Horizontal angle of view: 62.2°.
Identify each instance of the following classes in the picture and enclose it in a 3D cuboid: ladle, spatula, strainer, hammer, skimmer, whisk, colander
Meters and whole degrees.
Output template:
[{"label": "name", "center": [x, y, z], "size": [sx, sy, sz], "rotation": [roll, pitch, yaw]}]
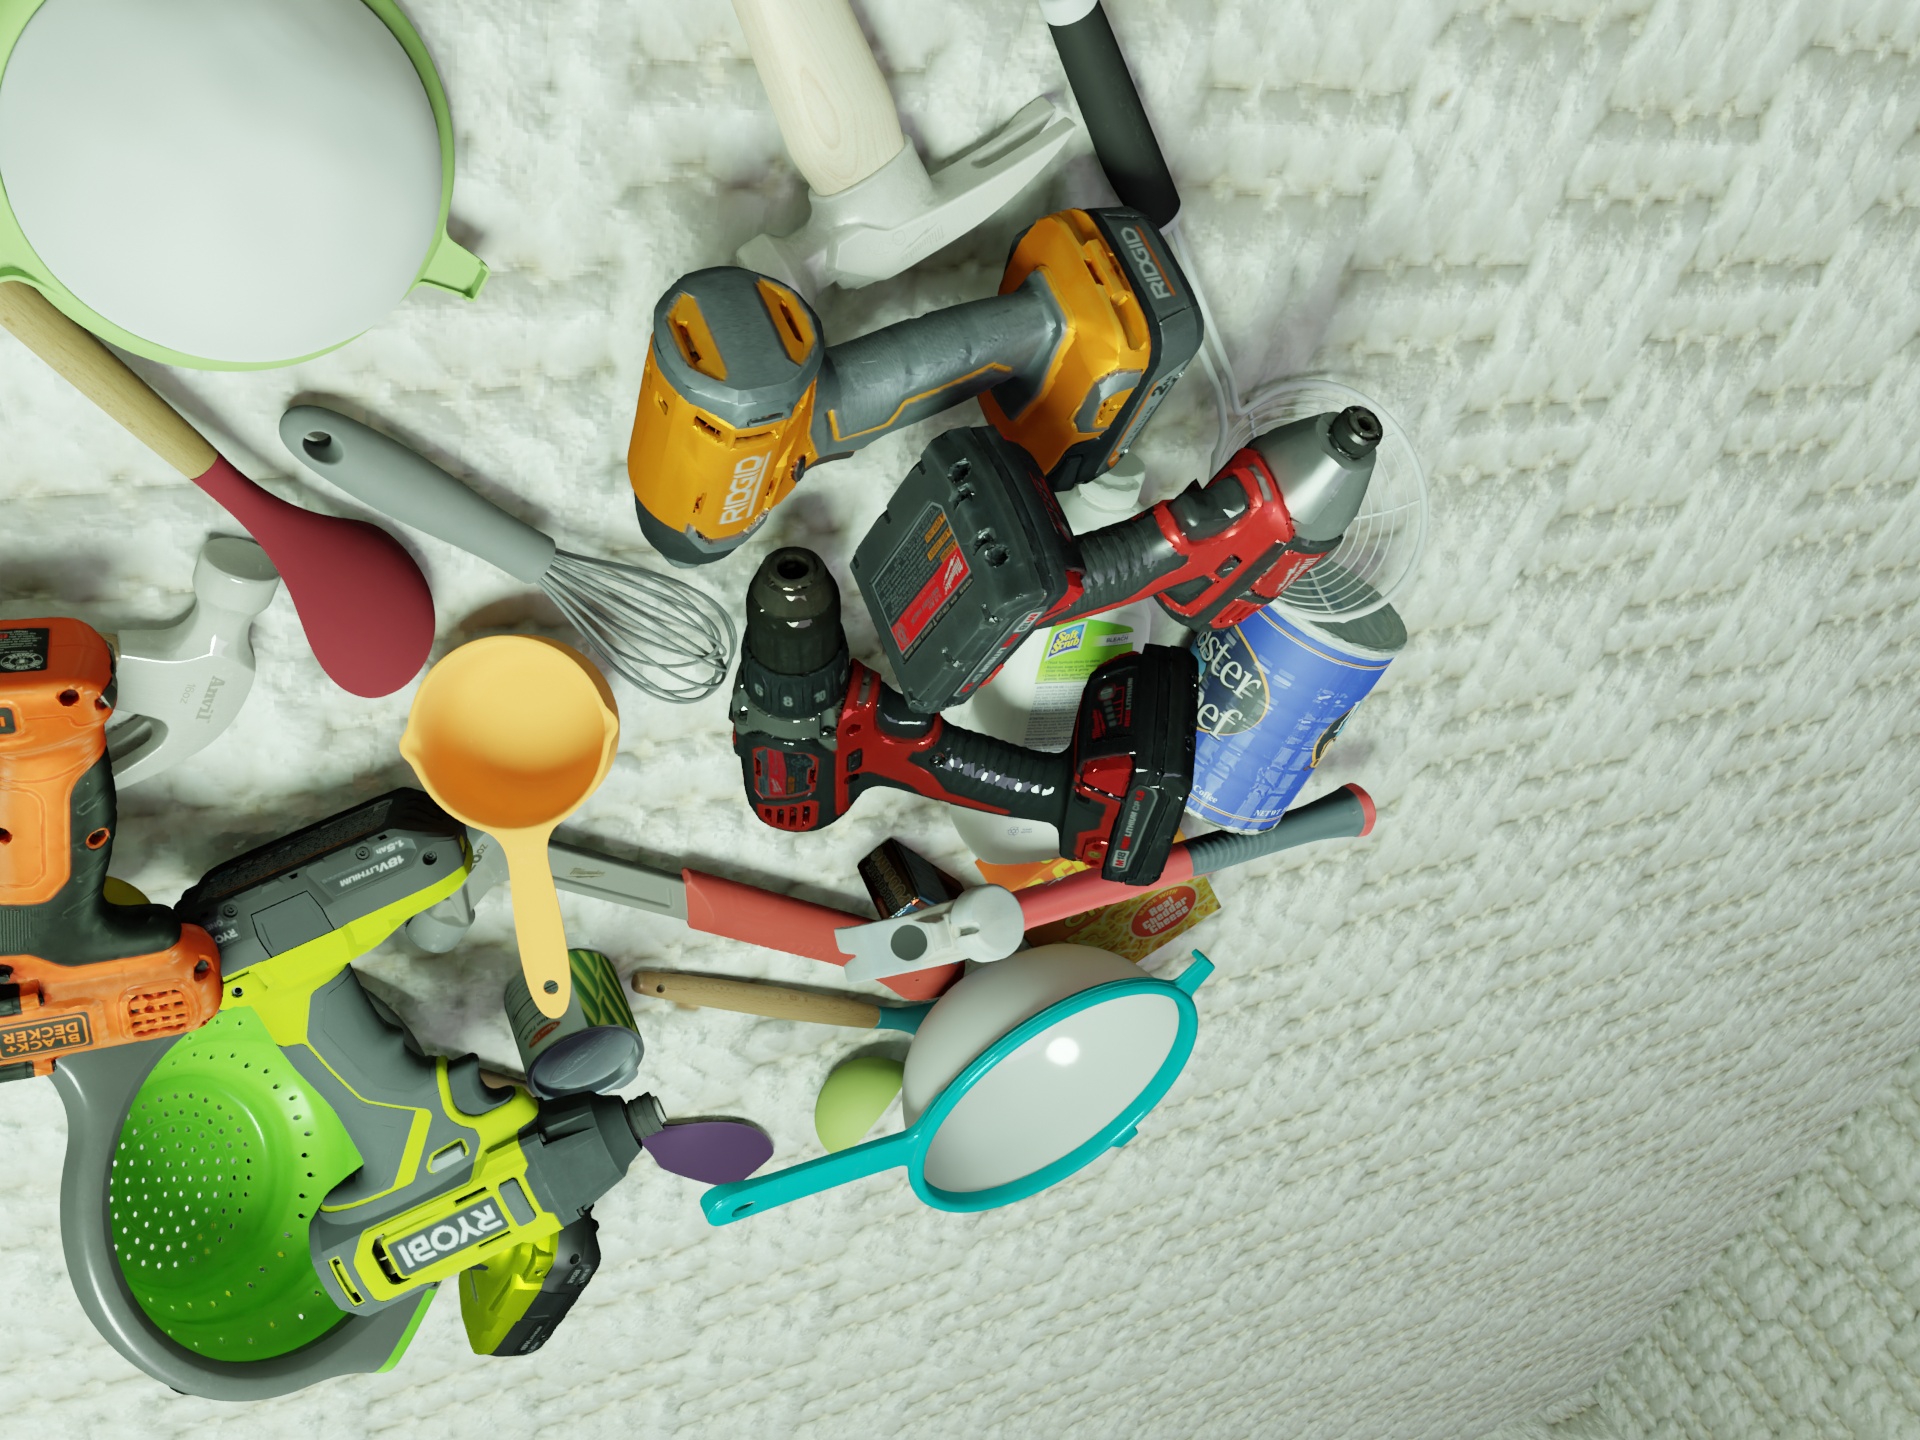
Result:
[{"label": "ladle", "center": [0.031, 0.267, 1.164], "size": [0.320, 0.062, 0.078], "rotation": [3, 143, -39]}, {"label": "spatula", "center": [-0.221, 0.255, 1.015], "size": [0.060, 0.018, 0.315], "rotation": [-41, 141, 9]}, {"label": "strainer", "center": [-0.014, 0.223, 0.989], "size": [0.340, 0.095, 0.210], "rotation": [-11, 135, -29]}, {"label": "hammer", "center": [0.109, 0.091, 0.956], "size": [0.386, 0.038, 0.143], "rotation": [-11, 173, -39]}, {"label": "skimmer", "center": [0.134, -0.183, 0.737], "size": [0.127, 0.090, 0.362], "rotation": [-53, 141, -13]}, {"label": "whisk", "center": [-0.186, -0.068, 0.686], "size": [0.055, 0.055, 0.238], "rotation": [-44, 135, 14]}, {"label": "hammer", "center": [-0.121, 0.102, 0.904], "size": [0.358, 0.037, 0.149], "rotation": [23, 116, -44]}, {"label": "strainer", "center": [-0.271, -0.148, 0.491], "size": [0.256, 0.069, 0.151], "rotation": [-30, 137, -20]}, {"label": "hammer", "center": [-0.431, -0.033, 0.570], "size": [0.331, 0.031, 0.130], "rotation": [8, 126, -38]}, {"label": "colander", "center": [-0.406, 0.175, 0.751], "size": [0.094, 0.205, 0.396], "rotation": [-12, 132, 30]}, {"label": "hammer", "center": [-0.079, -0.315, 0.504], "size": [0.146, 0.038, 0.410], "rotation": [-32, 141, -2]}, {"label": "spatula", "center": [-0.069, 0.190, 1.026], "size": [0.317, 0.044, 0.082], "rotation": [17, 90, -40]}, {"label": "ladle", "center": [-0.293, -0.110, 0.572], "size": [0.031, 0.069, 0.315], "rotation": [-5, 144, 28]}]

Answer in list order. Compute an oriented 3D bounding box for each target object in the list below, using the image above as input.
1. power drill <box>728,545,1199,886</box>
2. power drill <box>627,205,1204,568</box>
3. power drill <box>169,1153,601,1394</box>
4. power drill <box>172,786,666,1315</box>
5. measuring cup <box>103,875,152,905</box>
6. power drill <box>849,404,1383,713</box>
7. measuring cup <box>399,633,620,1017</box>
[{"label": "power drill", "center": [-0.001, -0.002, 0.774], "size": [0.226, 0.080, 0.187], "rotation": [8, 144, 1]}, {"label": "power drill", "center": [-0.029, -0.129, 0.664], "size": [0.226, 0.084, 0.164], "rotation": [-18, 163, -25]}, {"label": "power drill", "center": [-0.357, 0.340, 0.970], "size": [0.228, 0.080, 0.190], "rotation": [13, 123, -38]}, {"label": "power drill", "center": [-0.255, 0.154, 0.756], "size": [0.171, 0.080, 0.223], "rotation": [-24, 108, -9]}, {"label": "measuring cup", "center": [-0.381, 0.053, 0.652], "size": [0.062, 0.029, 0.156], "rotation": [-19, 128, -12]}, {"label": "power drill", "center": [0.076, -0.079, 0.686], "size": [0.219, 0.079, 0.143], "rotation": [-13, 161, -31]}, {"label": "measuring cup", "center": [-0.193, 0.045, 0.724], "size": [0.095, 0.052, 0.173], "rotation": [-7, 98, -2]}]
